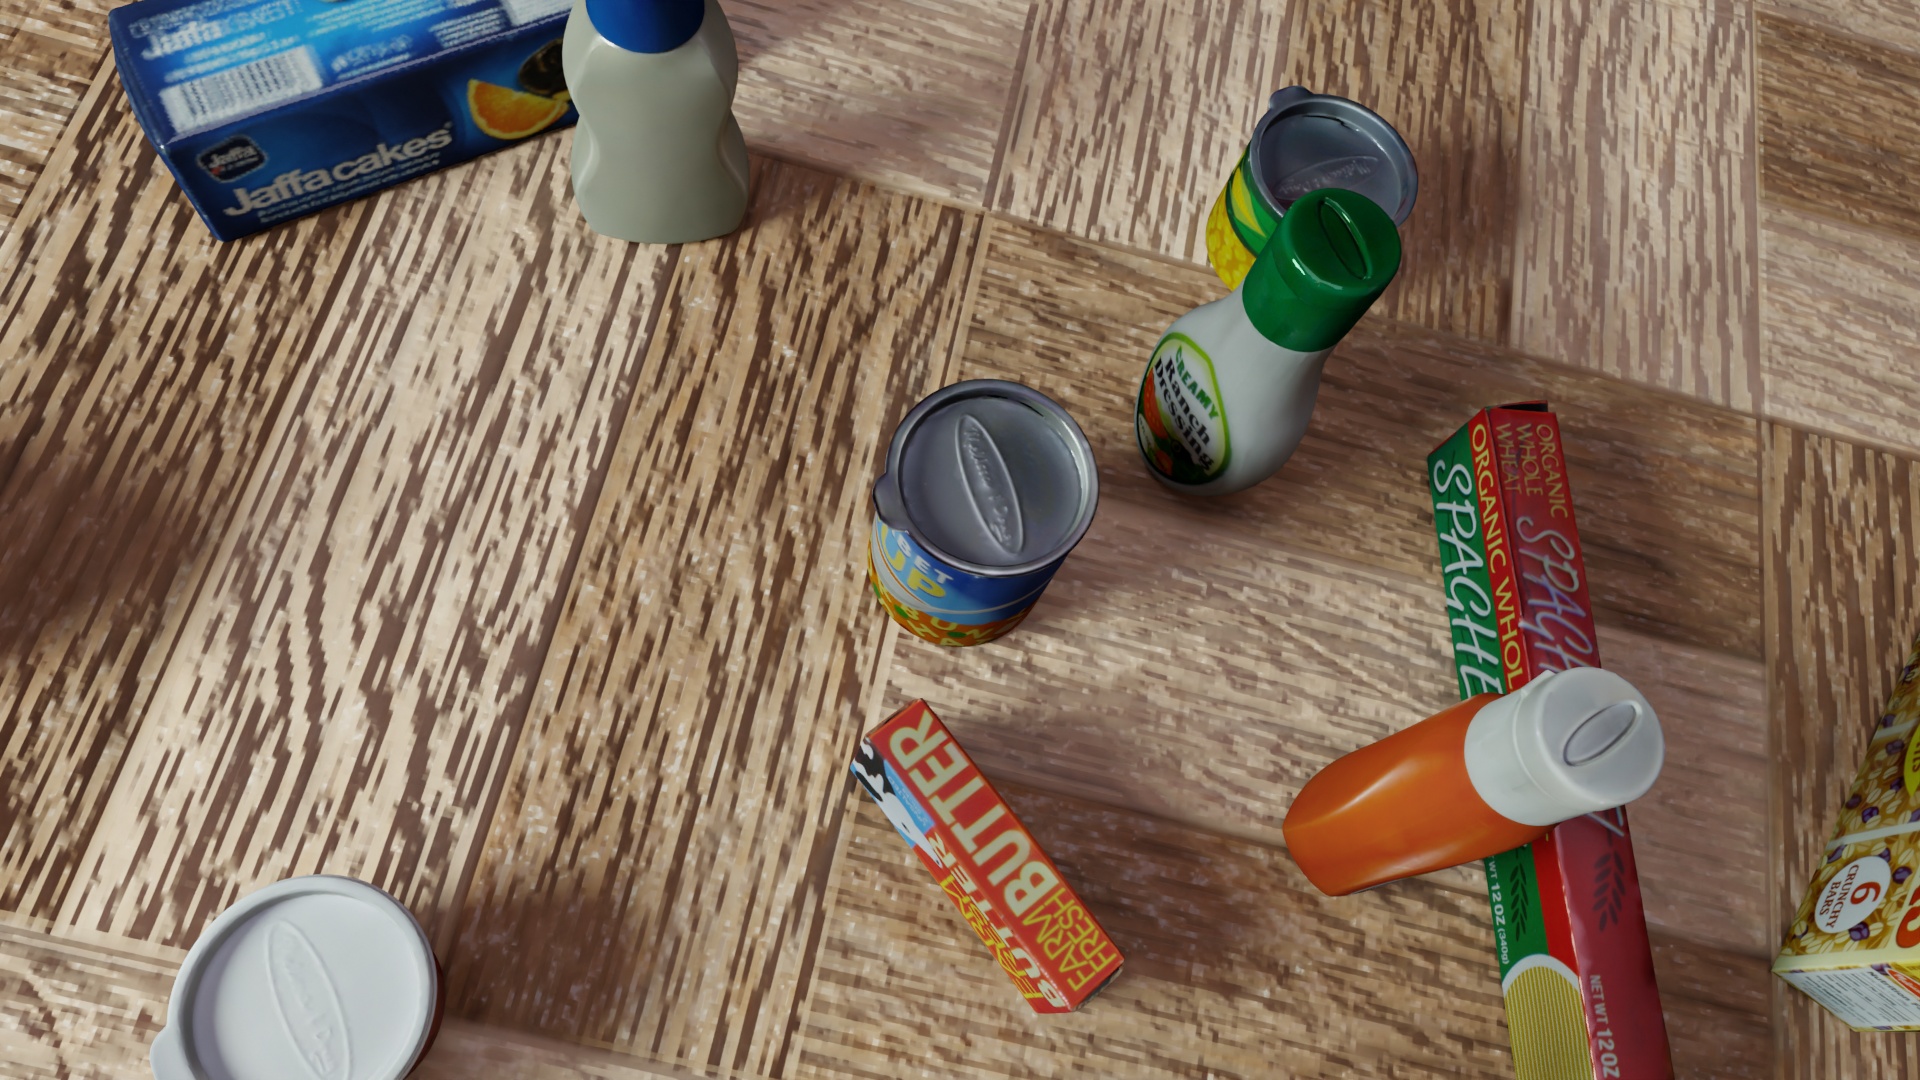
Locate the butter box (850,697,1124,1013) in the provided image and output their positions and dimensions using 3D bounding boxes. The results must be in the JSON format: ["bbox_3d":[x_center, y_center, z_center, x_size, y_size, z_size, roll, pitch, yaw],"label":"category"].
[{"bbox_3d":[0.007,0.101,0.440,0.024,0.053,0.103,-35,79,-19],"label":"butter box"}]

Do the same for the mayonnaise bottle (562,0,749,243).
[{"bbox_3d":[-0.103,-0.154,0.467,0.065,0.147,0.041,-3,70,-10],"label":"mayonnaise bottle"}]

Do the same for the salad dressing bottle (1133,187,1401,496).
[{"bbox_3d":[0.099,-0.062,0.466,0.044,0.147,0.064,-19,74,-15],"label":"salad dressing bottle"}]

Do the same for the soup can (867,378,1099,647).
[{"bbox_3d":[0.002,-0.006,0.463,0.071,0.083,0.071,3,69,-8],"label":"soup can"}]

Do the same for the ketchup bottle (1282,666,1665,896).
[{"bbox_3d":[0.152,0.074,0.422,0.065,0.148,0.043,-30,77,-18],"label":"ketchup bottle"}]

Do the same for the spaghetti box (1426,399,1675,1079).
[{"bbox_3d":[0.201,0.073,0.484,0.029,0.050,0.251,2,69,-8],"label":"spaghetti box"}]

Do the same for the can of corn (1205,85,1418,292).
[{"bbox_3d":[0.135,-0.132,0.546,0.071,0.058,0.071,3,69,-8],"label":"can of corn"}]

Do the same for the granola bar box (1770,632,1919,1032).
[{"bbox_3d":[0.359,0.084,0.465,0.039,0.123,0.166,37,68,5],"label":"granola bar box"}]

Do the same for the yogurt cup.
[{"bbox_3d":[-0.180,0.133,0.396,0.072,0.053,0.072,3,69,-8],"label":"yogurt cup"}]
